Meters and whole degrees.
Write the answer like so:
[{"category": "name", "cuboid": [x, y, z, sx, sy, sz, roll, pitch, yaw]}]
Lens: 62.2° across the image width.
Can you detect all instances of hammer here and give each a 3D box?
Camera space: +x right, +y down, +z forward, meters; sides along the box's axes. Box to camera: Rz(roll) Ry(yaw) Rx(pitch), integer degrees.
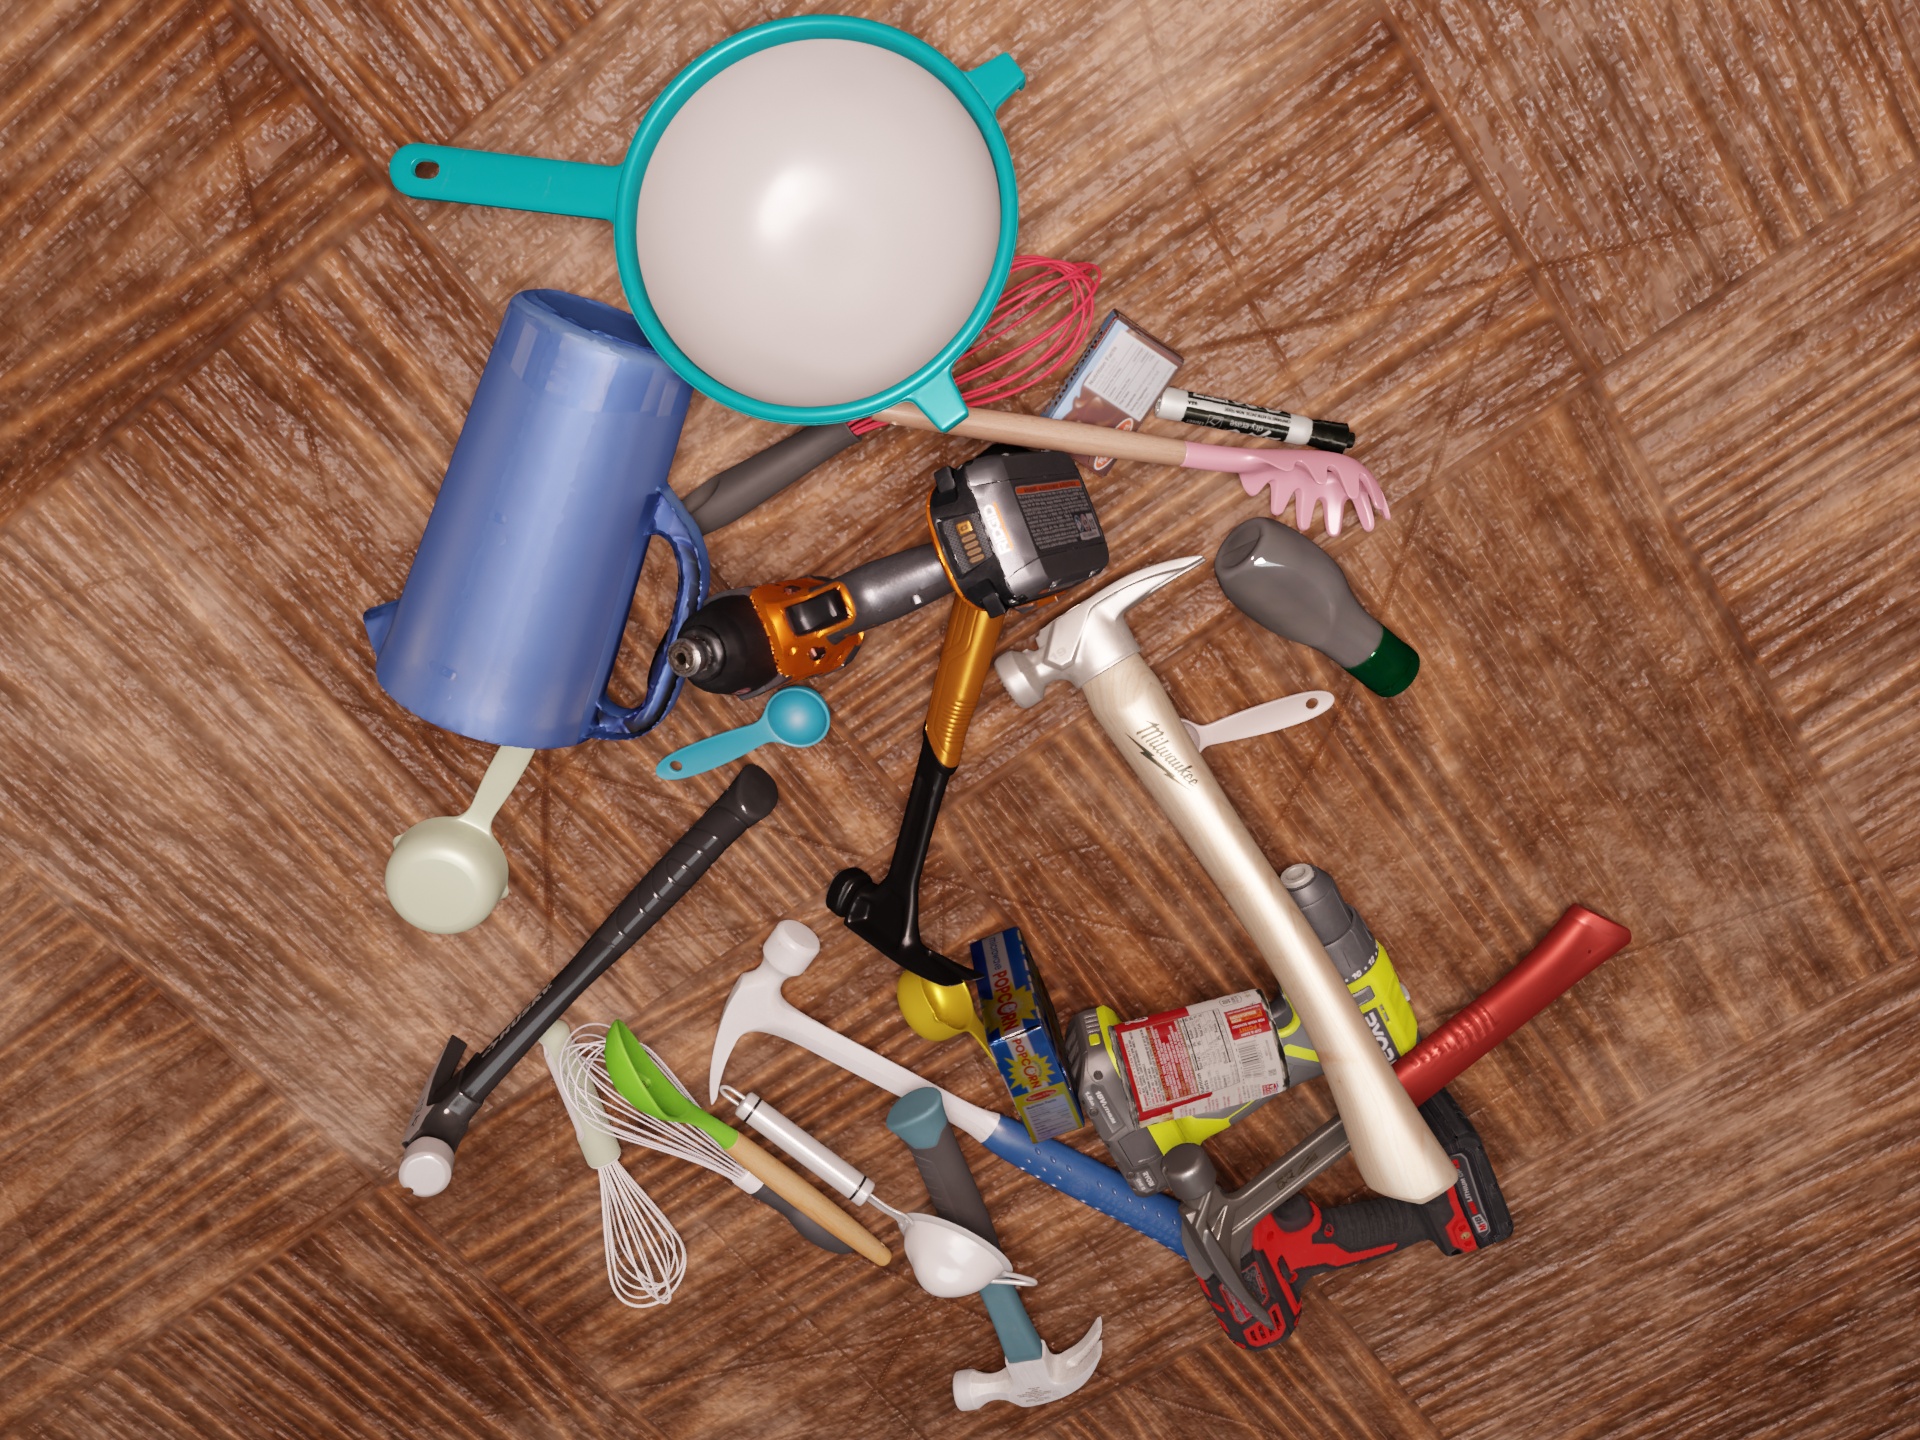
[{"category": "hammer", "cuboid": [0.186, 0.099, 0.965, 0.146, 0.038, 0.411, -32, 84, 12]}, {"category": "hammer", "cuboid": [0.015, 0.391, 1.157, 0.128, 0.033, 0.330, -13, 121, 12]}, {"category": "hammer", "cuboid": [-0.002, -0.003, 0.984, 0.034, 0.127, 0.336, -5, 116, -46]}, {"category": "hammer", "cuboid": [0.303, 0.246, 1.056, 0.359, 0.037, 0.149, -34, 113, -10]}, {"category": "hammer", "cuboid": [0.008, 0.291, 1.141, 0.405, 0.035, 0.144, 31, 109, -14]}, {"category": "hammer", "cuboid": [-0.242, 0.156, 1.045, 0.035, 0.146, 0.335, 42, 95, -18]}]

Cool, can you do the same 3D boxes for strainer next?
[{"category": "strainer", "cuboid": [-0.063, 0.330, 1.093, 0.258, 0.050, 0.086, 36, 144, 1]}, {"category": "strainer", "cuboid": [-0.133, -0.267, 0.864, 0.340, 0.095, 0.211, 10, 90, 8]}]

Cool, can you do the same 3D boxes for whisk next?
[{"category": "whisk", "cuboid": [-0.047, -0.182, 0.923, 0.296, 0.073, 0.073, -28, 112, 16]}, {"category": "whisk", "cuboid": [-0.254, 0.321, 1.145, 0.059, 0.058, 0.246, -26, 111, -25]}, {"category": "whisk", "cuboid": [-0.173, 0.307, 1.129, 0.070, 0.070, 0.284, -40, 116, 15]}]

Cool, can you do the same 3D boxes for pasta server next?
[{"category": "pasta server", "cuboid": [0.102, -0.150, 0.916, 0.316, 0.060, 0.040, 6, 77, -16]}]

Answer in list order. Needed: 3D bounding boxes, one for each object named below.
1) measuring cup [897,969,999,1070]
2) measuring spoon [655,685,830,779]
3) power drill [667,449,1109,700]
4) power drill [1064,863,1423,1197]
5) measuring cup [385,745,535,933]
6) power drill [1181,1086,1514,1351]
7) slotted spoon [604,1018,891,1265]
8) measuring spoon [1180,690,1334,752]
[{"category": "measuring cup", "cuboid": [0.010, 0.229, 1.098, 0.029, 0.062, 0.156, -30, 107, 24]}, {"category": "measuring spoon", "cuboid": [-0.141, 0.009, 1.028, 0.128, 0.021, 0.042, -21, 112, 18]}, {"category": "power drill", "cuboid": [-0.048, -0.072, 0.882, 0.226, 0.164, 0.084, -21, 91, 27]}, {"category": "power drill", "cuboid": [0.192, 0.213, 1.090, 0.228, 0.080, 0.190, -26, 112, 7]}, {"category": "measuring cup", "cuboid": [-0.317, 0.071, 1.035, 0.083, 0.038, 0.167, 29, 112, -13]}, {"category": "power drill", "cuboid": [0.266, 0.348, 1.133, 0.219, 0.079, 0.143, -26, 112, 2]}, {"category": "slotted spoon", "cuboid": [-0.143, 0.304, 1.098, 0.031, 0.070, 0.313, -41, 123, 1]}, {"category": "measuring spoon", "cuboid": [0.181, 0.000, 1.032, 0.124, 0.018, 0.034, -16, 113, -2]}]
